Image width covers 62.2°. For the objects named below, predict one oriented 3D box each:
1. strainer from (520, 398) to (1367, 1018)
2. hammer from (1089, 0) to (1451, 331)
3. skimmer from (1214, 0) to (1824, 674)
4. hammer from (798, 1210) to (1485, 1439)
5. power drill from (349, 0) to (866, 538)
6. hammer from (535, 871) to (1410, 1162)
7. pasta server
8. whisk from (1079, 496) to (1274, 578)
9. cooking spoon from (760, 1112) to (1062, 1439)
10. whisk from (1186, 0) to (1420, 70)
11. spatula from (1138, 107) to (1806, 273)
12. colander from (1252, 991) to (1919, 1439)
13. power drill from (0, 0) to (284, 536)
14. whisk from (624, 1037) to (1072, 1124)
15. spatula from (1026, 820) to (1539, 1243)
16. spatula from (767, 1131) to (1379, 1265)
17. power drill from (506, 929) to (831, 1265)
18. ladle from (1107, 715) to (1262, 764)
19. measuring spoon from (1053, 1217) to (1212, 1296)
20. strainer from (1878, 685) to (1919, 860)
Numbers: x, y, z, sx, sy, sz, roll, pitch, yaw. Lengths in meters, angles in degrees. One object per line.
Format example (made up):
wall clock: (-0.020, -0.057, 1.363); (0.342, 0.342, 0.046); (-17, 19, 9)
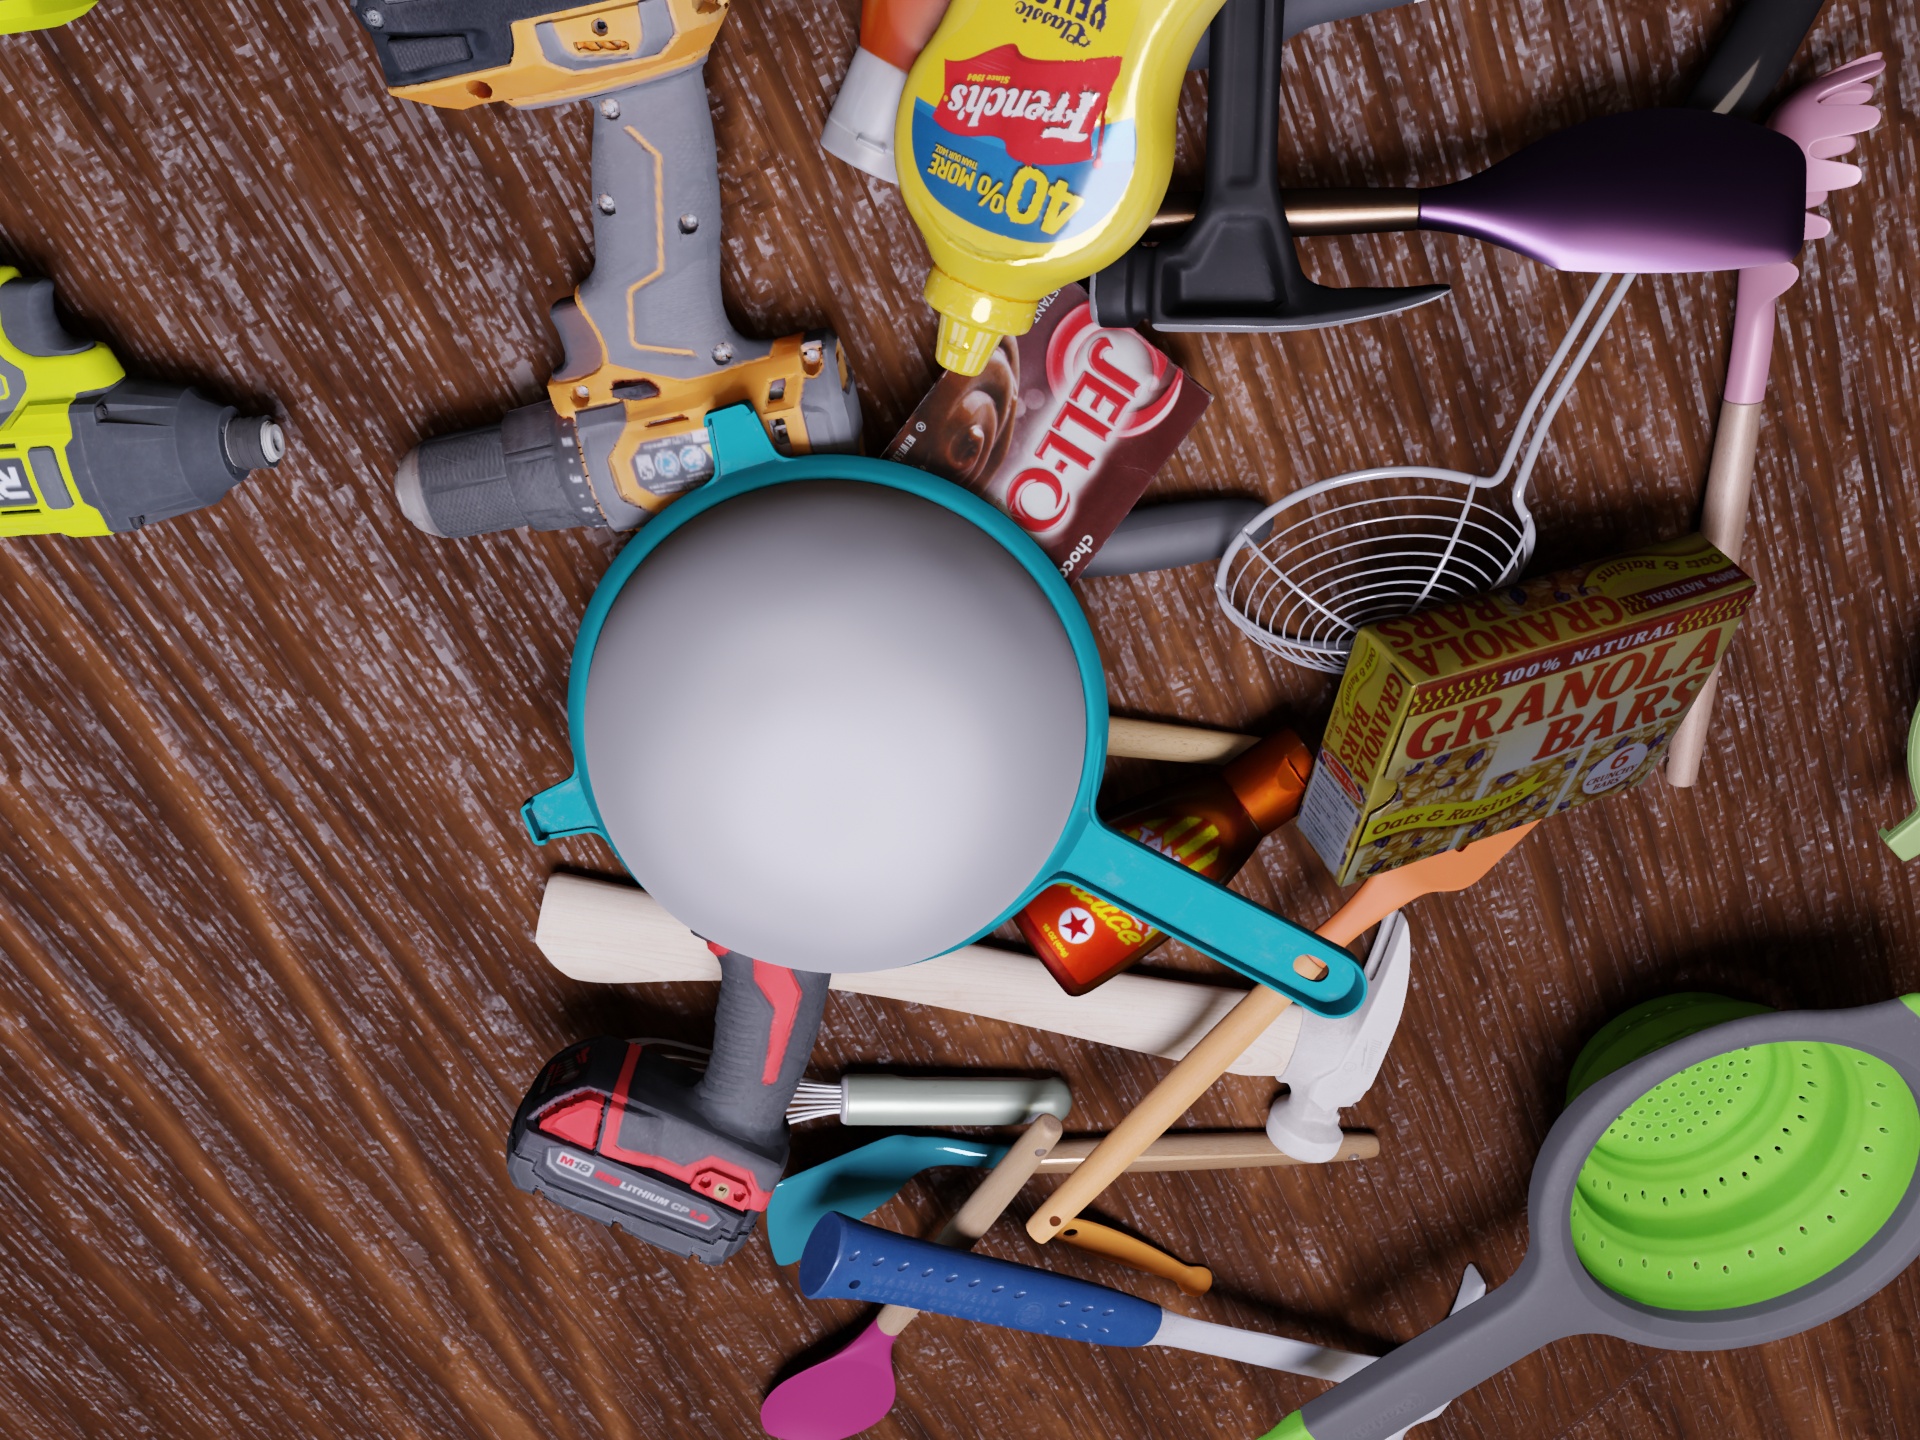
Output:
strainer: (0.007, 0.043, 0.587); (0.340, 0.095, 0.211); (27, 106, -5)
hammer: (0.106, -0.301, 0.526); (0.127, 0.034, 0.336); (4, 108, 17)
skimmer: (0.231, -0.174, 0.627); (0.127, 0.090, 0.363); (21, 104, -33)
hammer: (0.108, 0.309, 0.821); (0.405, 0.035, 0.144); (22, 113, -25)
power drill: (-0.146, -0.173, 0.588); (0.185, 0.084, 0.226); (-11, 121, 4)
hammer: (0.009, 0.116, 0.760); (0.410, 0.038, 0.146); (11, 114, -8)
pasta server: (0.330, -0.107, 0.663); (0.040, 0.060, 0.316); (8, 122, 23)
whisk: (0.015, -0.064, 0.668); (0.239, 0.055, 0.055); (-10, 117, -3)
cooking spoon: (-0.026, 0.302, 0.833); (0.068, 0.017, 0.318); (20, 125, -17)
whisk: (0.198, -0.273, 0.555); (0.284, 0.070, 0.070); (-10, 117, 15)
spatula: (0.143, -0.191, 0.590); (0.316, 0.018, 0.060); (1, 89, 11)
colander: (0.307, 0.252, 0.805); (0.397, 0.095, 0.204); (-37, 112, 13)
power drill: (-0.356, -0.175, 0.579); (0.171, 0.080, 0.223); (-4, 120, 0)
whisk: (-0.065, 0.187, 0.790); (0.246, 0.059, 0.057); (2, 153, -8)
spatula: (0.143, 0.123, 0.732); (0.081, 0.041, 0.322); (42, 99, -7)
spatula: (0.061, 0.234, 0.817); (0.317, 0.044, 0.082); (-2, 134, -4)
power drill: (-0.106, 0.111, 0.694); (0.143, 0.078, 0.219); (26, 100, -9)
ladle: (-0.001, -0.002, 0.697); (0.315, 0.069, 0.031); (7, 88, -12)
measuring spoon: (0.092, 0.289, 0.852); (0.116, 0.011, 0.021); (30, 116, -27)
strainer: (0.475, -0.061, 0.675); (0.151, 0.069, 0.256); (-5, 116, 2)
